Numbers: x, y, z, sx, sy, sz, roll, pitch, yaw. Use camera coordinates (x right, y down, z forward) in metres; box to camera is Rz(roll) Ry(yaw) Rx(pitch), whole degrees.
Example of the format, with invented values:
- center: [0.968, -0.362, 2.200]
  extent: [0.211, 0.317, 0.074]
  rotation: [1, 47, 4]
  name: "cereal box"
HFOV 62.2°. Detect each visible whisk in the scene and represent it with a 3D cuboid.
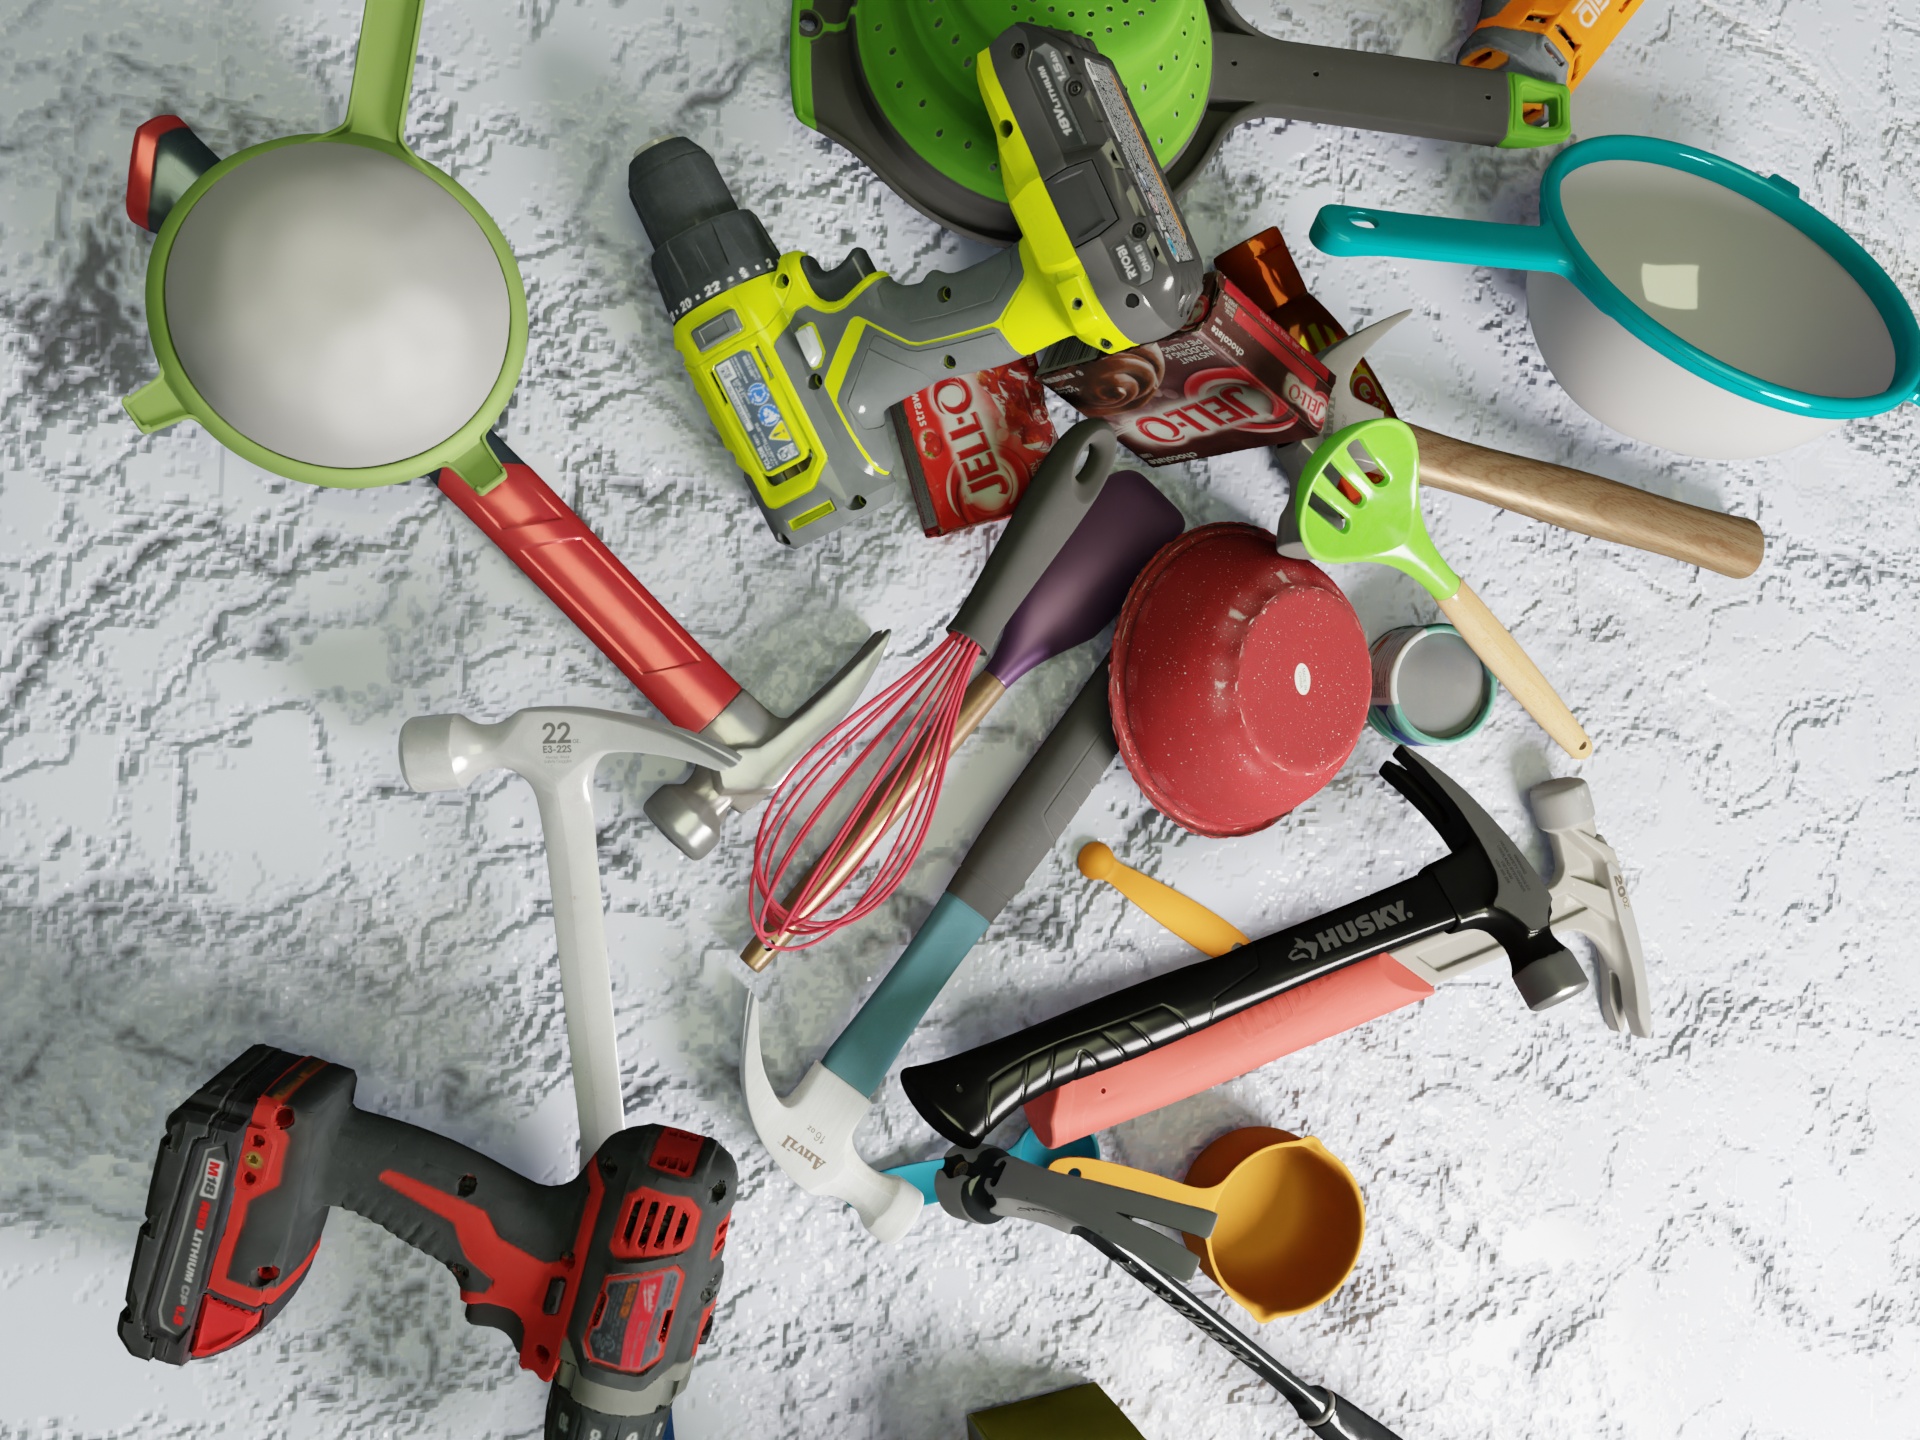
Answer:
- center: [-0.008, -0.021, 0.738]
  extent: [0.073, 0.073, 0.296]
  rotation: [35, 78, -14]
  name: "whisk"

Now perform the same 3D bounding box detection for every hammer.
- center: [0.201, 0.151, 0.825]
  extent: [0.359, 0.037, 0.149]
  rotation: [-17, 95, -19]
  name: "hammer"
- center: [0.130, 0.121, 0.770]
  extent: [0.334, 0.035, 0.146]
  rotation: [-18, 67, -15]
  name: "hammer"
- center: [-0.204, -0.121, 0.715]
  extent: [0.143, 0.038, 0.386]
  rotation: [-46, 102, -12]
  name: "hammer"
- center: [-0.154, 0.193, 0.712]
  extent: [0.144, 0.035, 0.405]
  rotation: [-4, 97, 2]
  name: "hammer"
- center: [0.303, -0.123, 0.834]
  extent: [0.331, 0.031, 0.130]
  rotation: [9, 81, -27]
  name: "hammer"
- center: [0.012, 0.081, 0.778]
  extent: [0.128, 0.033, 0.331]
  rotation: [38, 79, -9]
  name: "hammer"
- center: [0.168, 0.325, 0.773]
  extent: [0.408, 0.149, 0.036]
  rotation: [43, 62, -25]
  name: "hammer"

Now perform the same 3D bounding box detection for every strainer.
- center: [0.319, -0.206, 0.817]
  extent: [0.340, 0.095, 0.211]
  rotation: [1, 54, -17]
  name: "strainer"
- center: [-0.244, -0.225, 0.648]
  extent: [0.151, 0.069, 0.256]
  rotation: [9, 87, -18]
  name: "strainer"

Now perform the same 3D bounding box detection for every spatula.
- center: [-0.001, -0.003, 0.784]
  extent: [0.059, 0.018, 0.316]
  rotation: [42, 79, -8]
  name: "spatula"

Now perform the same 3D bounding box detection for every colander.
- center: [0.121, -0.327, 0.749]
  extent: [0.397, 0.094, 0.204]
  rotation: [4, 81, -9]
  name: "colander"

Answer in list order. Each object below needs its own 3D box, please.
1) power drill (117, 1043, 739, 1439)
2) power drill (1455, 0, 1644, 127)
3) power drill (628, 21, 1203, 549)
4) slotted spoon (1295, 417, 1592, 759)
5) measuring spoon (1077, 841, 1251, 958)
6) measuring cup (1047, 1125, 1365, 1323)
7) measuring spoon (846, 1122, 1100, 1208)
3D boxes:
- center: [-0.218, 0.244, 0.665]
  extent: [0.226, 0.080, 0.188]
  rotation: [15, 97, -3]
  name: "power drill"
- center: [0.277, -0.448, 0.831]
  extent: [0.226, 0.084, 0.164]
  rotation: [42, 79, -17]
  name: "power drill"
- center: [-0.029, -0.203, 0.698]
  extent: [0.228, 0.080, 0.190]
  rotation: [-22, 99, 24]
  name: "power drill"
- center: [0.249, -0.052, 0.788]
  extent: [0.070, 0.031, 0.313]
  rotation: [-50, 130, 6]
  name: "slotted spoon"
- center: [0.110, 0.097, 0.820]
  extent: [0.117, 0.011, 0.021]
  rotation: [33, 82, -14]
  name: "measuring spoon"
- center: [0.117, 0.240, 0.804]
  extent: [0.173, 0.052, 0.095]
  rotation: [18, 86, -14]
  name: "measuring cup"
- center: [0.005, 0.224, 0.792]
  extent: [0.128, 0.021, 0.042]
  rotation: [-9, 82, -7]
  name: "measuring spoon"
